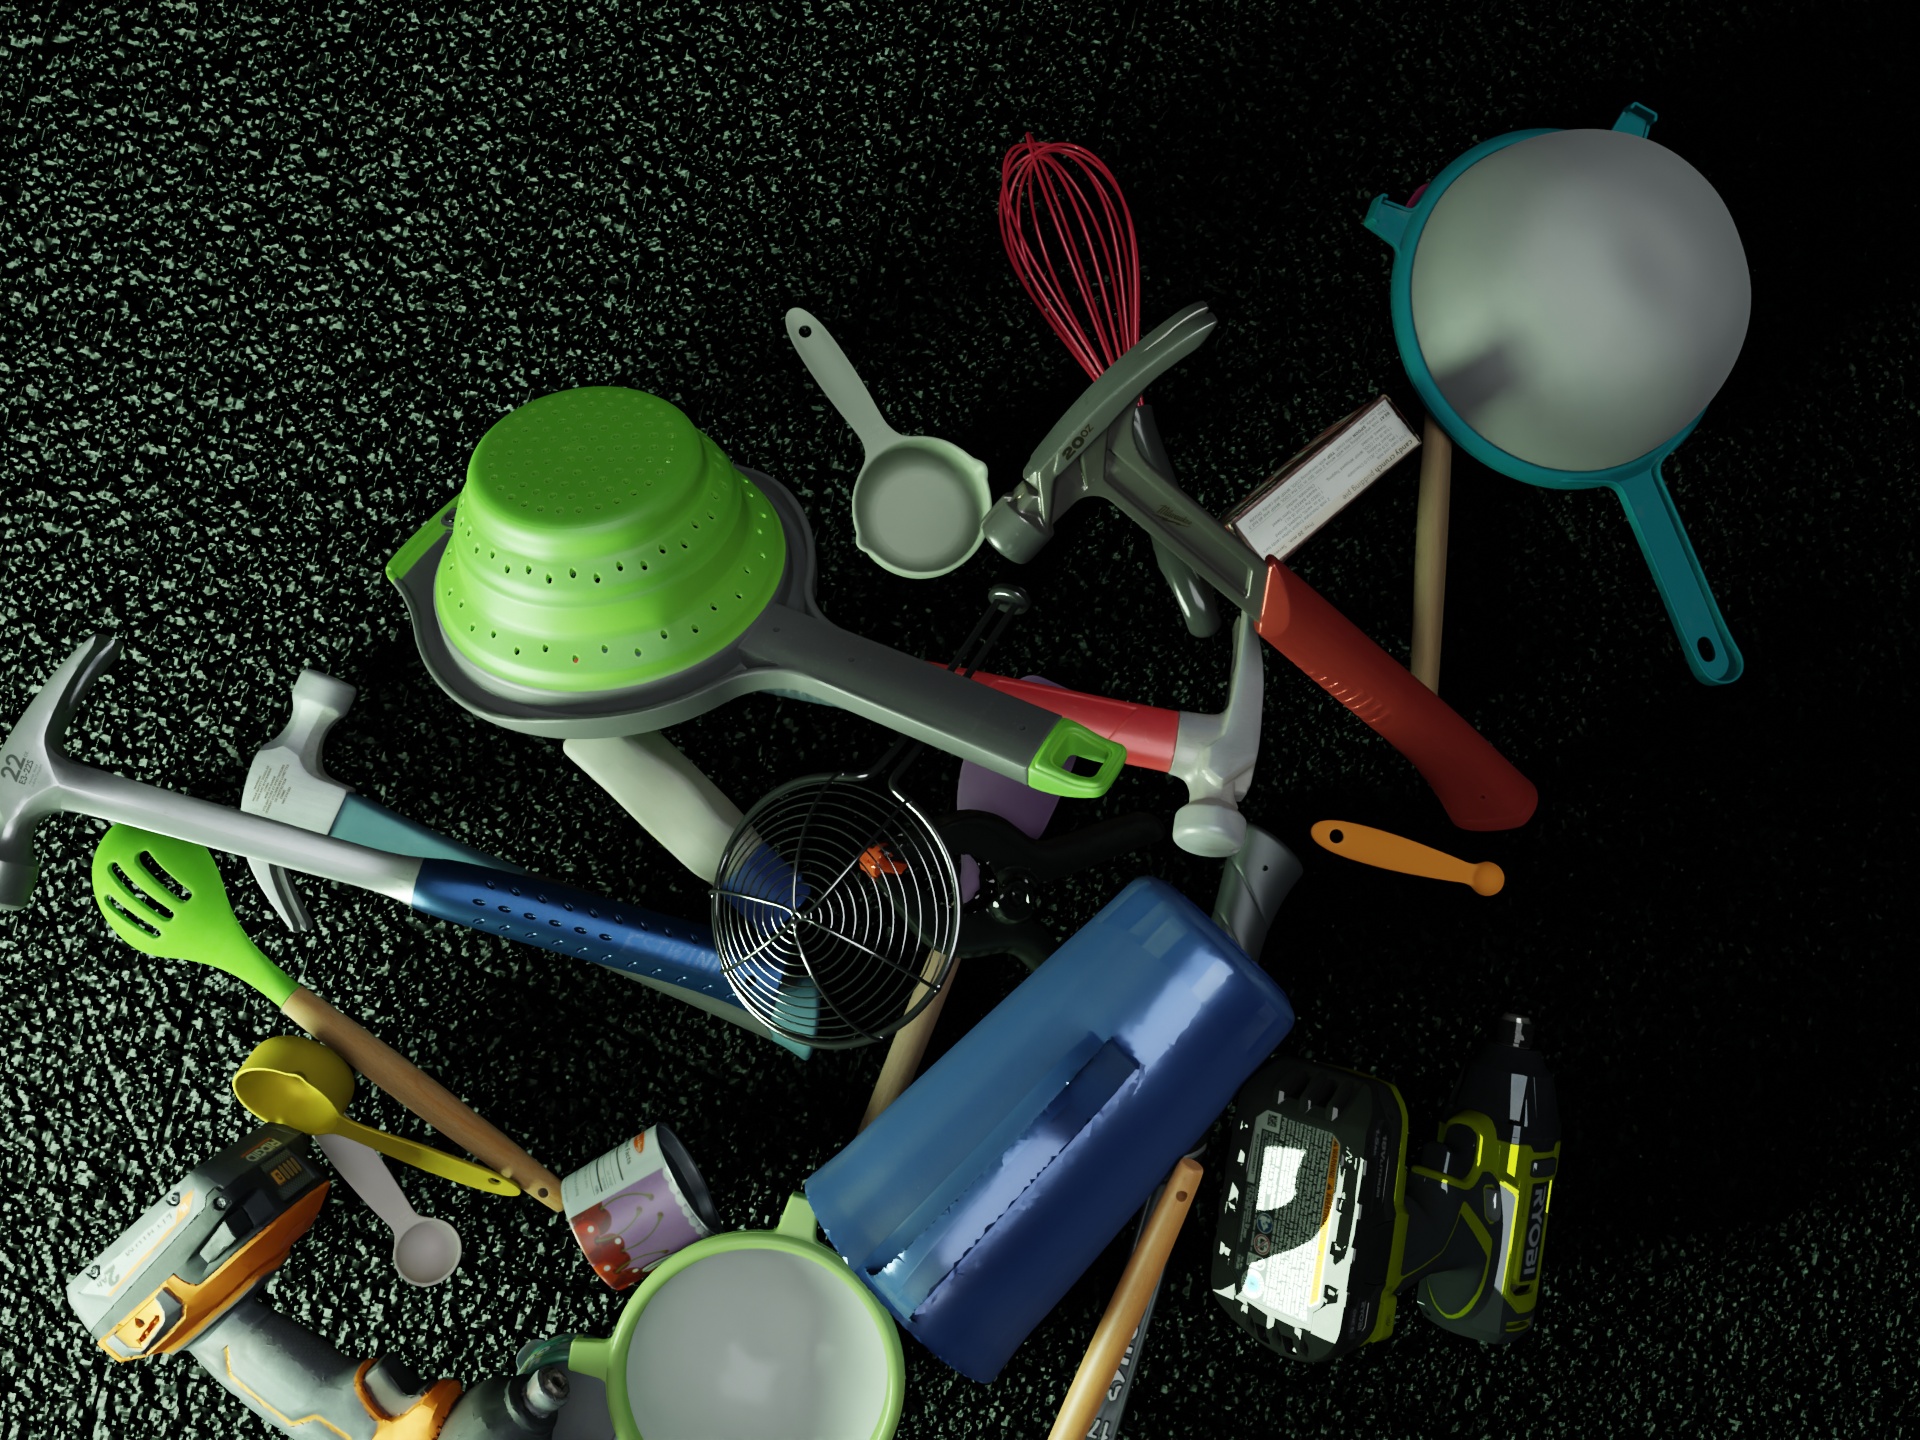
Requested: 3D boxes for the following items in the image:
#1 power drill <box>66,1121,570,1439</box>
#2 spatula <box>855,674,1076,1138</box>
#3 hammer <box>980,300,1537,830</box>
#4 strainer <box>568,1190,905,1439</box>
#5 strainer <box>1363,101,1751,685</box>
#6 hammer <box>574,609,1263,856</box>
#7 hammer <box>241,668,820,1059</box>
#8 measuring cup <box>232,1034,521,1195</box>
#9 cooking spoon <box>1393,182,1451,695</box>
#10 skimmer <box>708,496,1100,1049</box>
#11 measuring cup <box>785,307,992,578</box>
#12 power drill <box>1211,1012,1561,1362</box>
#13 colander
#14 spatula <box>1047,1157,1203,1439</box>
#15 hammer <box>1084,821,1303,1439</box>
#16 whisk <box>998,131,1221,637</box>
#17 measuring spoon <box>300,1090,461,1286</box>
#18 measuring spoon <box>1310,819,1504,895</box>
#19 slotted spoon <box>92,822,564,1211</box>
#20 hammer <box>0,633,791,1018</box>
[{"bbox_3d":[-0.309,0.315,0.792,0.164,0.084,0.226,-41,90,10],"label":"power drill"},{"bbox_3d":[-0.008,0.124,0.876,0.059,0.018,0.316,23,84,-8],"label":"spatula"},{"bbox_3d":[0.188,-0.052,0.820,0.358,0.037,0.149,35,113,-25],"label":"hammer"},{"bbox_3d":[-0.074,0.376,0.831,0.151,0.069,0.256,-34,91,-1],"label":"strainer"},{"bbox_3d":[0.379,-0.181,0.878,0.211,0.095,0.340,-22,89,-12],"label":"strainer"},{"bbox_3d":[-0.029,-0.031,0.864,0.386,0.038,0.143,11,66,0],"label":"hammer"},{"bbox_3d":[-0.224,0.097,0.851,0.331,0.033,0.128,24,85,-4],"label":"hammer"},{"bbox_3d":[-0.299,0.208,0.833,0.156,0.062,0.029,27,42,-13],"label":"measuring cup"},{"bbox_3d":[0.273,-0.152,0.914,0.068,0.017,0.319,5,86,-10],"label":"cooking spoon"},{"bbox_3d":[-0.001,-0.003,0.815,0.127,0.090,0.363,19,53,19],"label":"skimmer"},{"bbox_3d":[-0.047,-0.153,0.877,0.083,0.038,0.167,-33,89,-6],"label":"measuring cup"},{"bbox_3d":[0.233,0.236,0.816,0.223,0.080,0.171,10,88,-43],"label":"power drill"},{"bbox_3d":[-0.104,-0.068,0.751,0.397,0.094,0.204,22,53,20],"label":"colander"},{"bbox_3d":[0.054,0.357,0.810,0.081,0.041,0.322,21,103,-1],"label":"spatula"},{"bbox_3d":[0.109,0.254,0.873,0.149,0.036,0.409,17,85,-3],"label":"hammer"},{"bbox_3d":[0.087,-0.185,0.867,0.073,0.073,0.296,-18,85,-6],"label":"whisk"},{"bbox_3d":[-0.310,0.247,0.848,0.034,0.018,0.124,-38,84,-18],"label":"measuring spoon"},{"bbox_3d":[0.255,0.077,0.904,0.117,0.011,0.021,16,86,-4],"label":"measuring spoon"},{"bbox_3d":[-0.332,0.160,0.841,0.313,0.031,0.070,39,98,-4],"label":"slotted spoon"},{"bbox_3d":[-0.285,0.074,0.812,0.405,0.035,0.144,16,84,-5],"label":"hammer"}]
